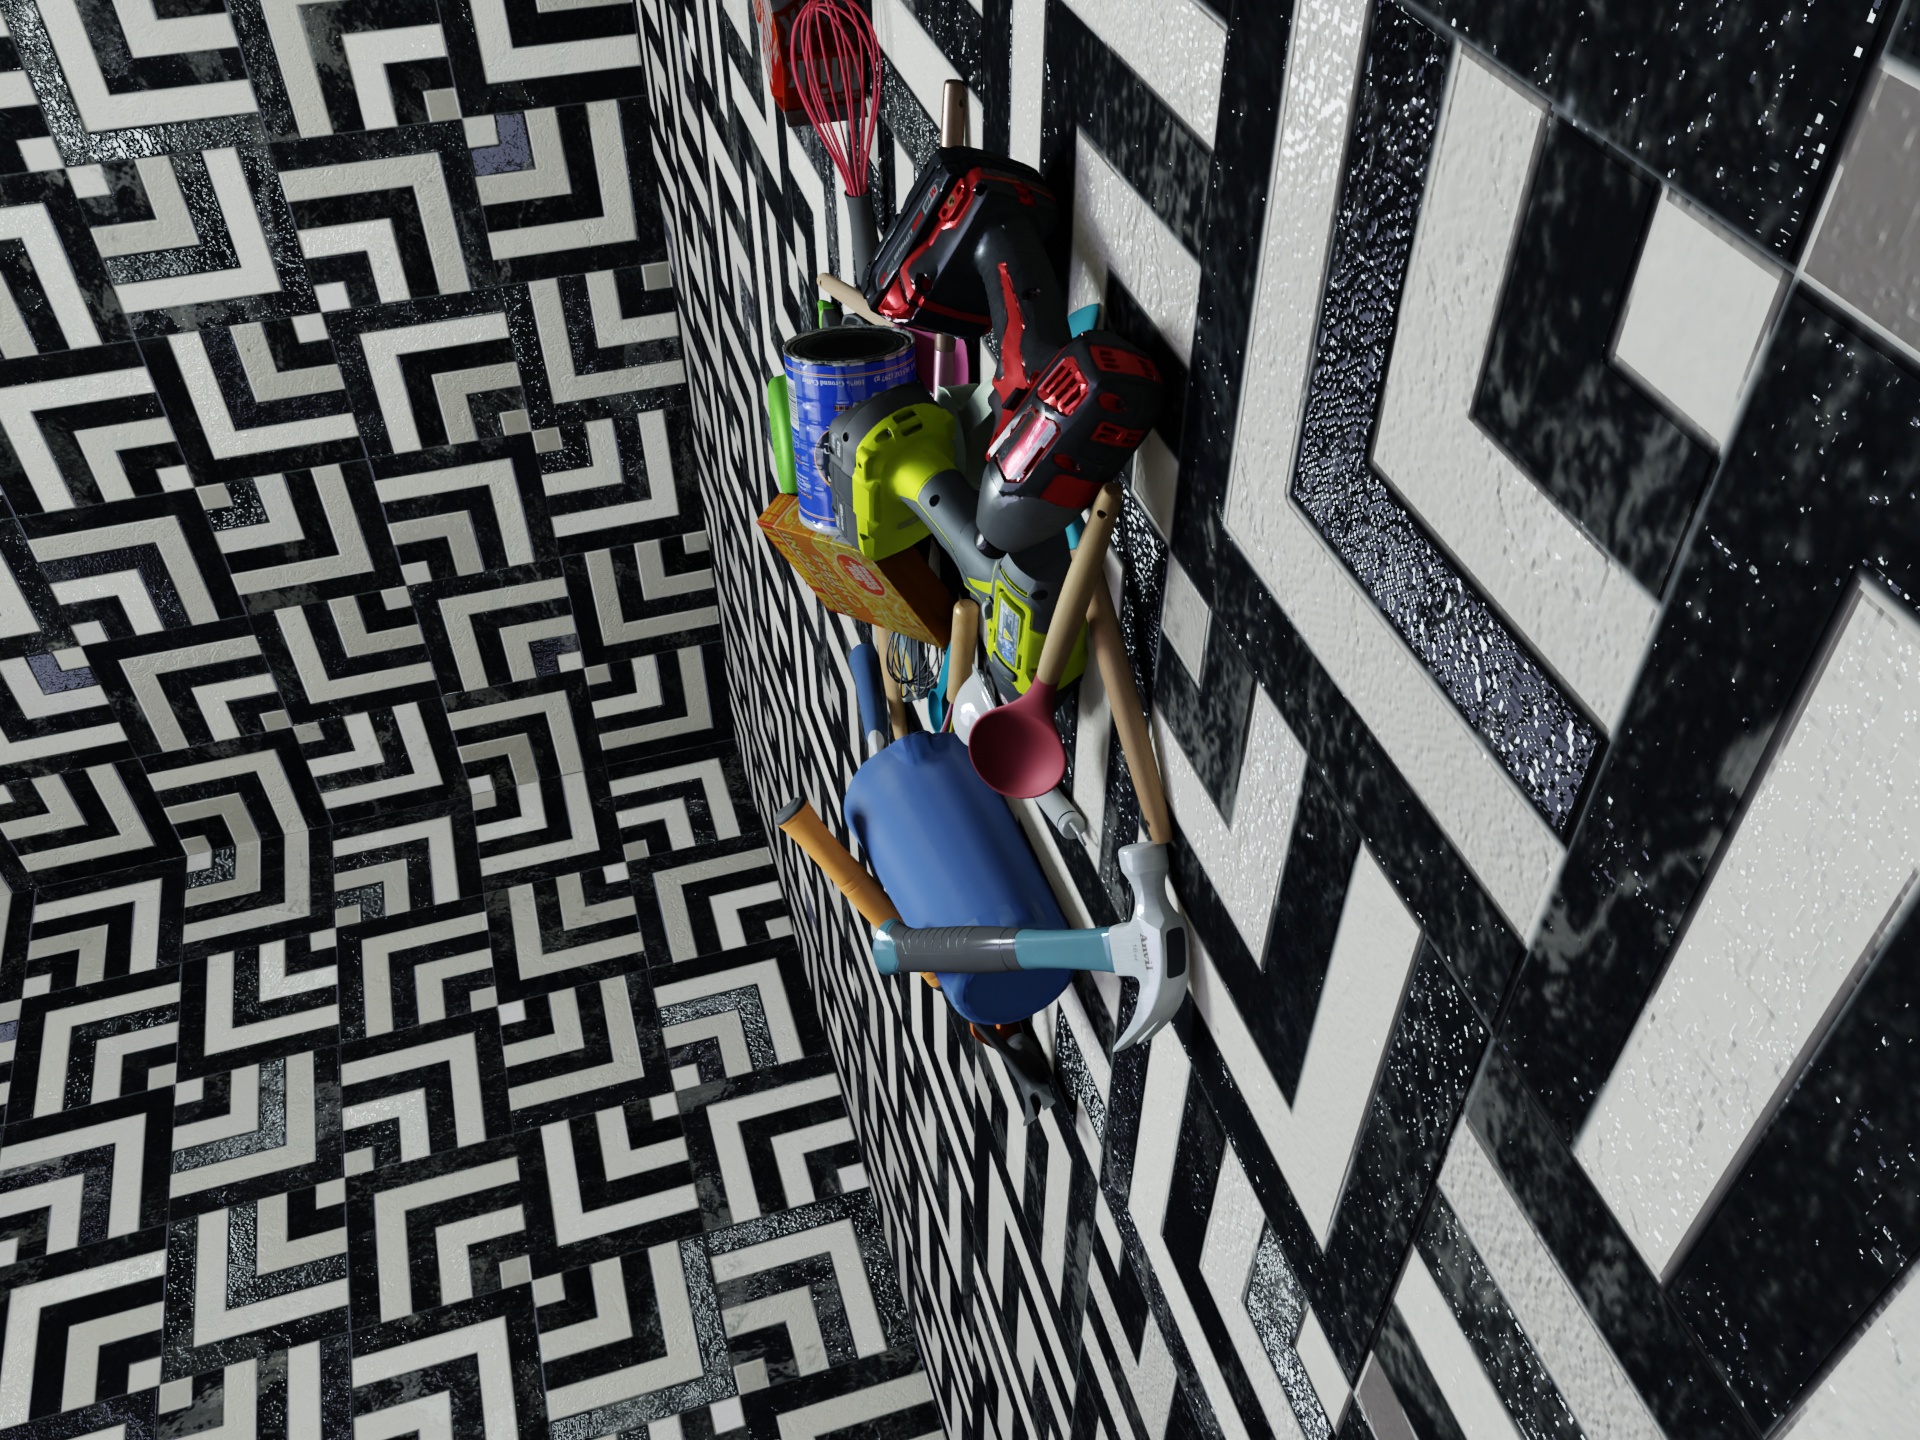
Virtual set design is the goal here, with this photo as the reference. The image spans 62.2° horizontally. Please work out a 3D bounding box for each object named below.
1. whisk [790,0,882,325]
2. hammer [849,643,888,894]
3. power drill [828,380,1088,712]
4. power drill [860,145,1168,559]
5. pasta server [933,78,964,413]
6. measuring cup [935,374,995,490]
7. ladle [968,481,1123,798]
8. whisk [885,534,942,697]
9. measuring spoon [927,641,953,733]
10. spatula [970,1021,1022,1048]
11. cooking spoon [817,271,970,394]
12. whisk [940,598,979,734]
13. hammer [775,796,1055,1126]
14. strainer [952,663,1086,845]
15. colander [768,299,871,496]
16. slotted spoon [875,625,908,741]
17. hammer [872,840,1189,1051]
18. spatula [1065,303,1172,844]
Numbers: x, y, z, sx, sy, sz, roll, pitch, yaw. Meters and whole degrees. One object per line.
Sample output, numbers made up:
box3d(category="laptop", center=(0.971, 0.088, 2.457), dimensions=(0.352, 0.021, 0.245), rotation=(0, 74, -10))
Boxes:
box3d(category="whisk", center=(-0.087, -0.450, 1.296), dimensions=(0.295, 0.073, 0.073), rotation=(81, 169, -45))
box3d(category="hammer", center=(-0.086, 0.032, 1.632), dimensions=(0.406, 0.035, 0.144), rotation=(-104, 4, -61))
box3d(category="power drill", center=(0.003, -0.109, 1.077), dimensions=(0.223, 0.080, 0.171), rotation=(50, 156, 28))
box3d(category="power drill", center=(0.025, -0.203, 0.891), dimensions=(0.143, 0.078, 0.220), rotation=(-51, 48, 39))
box3d(category="pasta server", center=(-0.017, -0.293, 1.137), dimensions=(0.040, 0.060, 0.316), rotation=(19, 129, 21))
box3d(category="measuring cup", center=(0.020, -0.208, 1.092), dimensions=(0.167, 0.038, 0.083), rotation=(154, 103, -75))
box3d(category="ladle", center=(0.056, -0.041, 0.957), dimensions=(0.031, 0.069, 0.315), rotation=(-61, -7, -31))
box3d(category="whisk", center=(-0.042, -0.121, 1.431), dimensions=(0.055, 0.055, 0.238), rotation=(-118, 24, -50))
box3d(category="measuring spoon", center=(-0.006, -0.036, 1.435), dimensions=(0.128, 0.021, 0.042), rotation=(109, 149, -50))
box3d(category="spatula", center=(-0.023, 0.200, 1.552), dimensions=(0.081, 0.041, 0.323), rotation=(31, -167, -43))
box3d(category="cooking spoon", center=(-0.057, -0.325, 1.292), dimensions=(0.319, 0.017, 0.068), rotation=(-133, 34, -53))
box3d(category="whisk", center=(-0.001, -0.006, 1.382), dimensions=(0.051, 0.047, 0.244), rotation=(51, 148, 40))
box3d(category="hammer", center=(-0.038, 0.198, 1.344), dimensions=(0.336, 0.034, 0.127), rotation=(50, -176, -12))
box3d(category="strainer", center=(0.041, 0.028, 1.222), dimensions=(0.259, 0.050, 0.086), rotation=(52, 168, 56))
box3d(category="colander", center=(-0.135, -0.301, 1.478), dimensions=(0.398, 0.094, 0.204), rotation=(-109, 14, -52))
box3d(category="slotted spoon", center=(-0.082, -0.107, 1.668), dimensions=(0.070, 0.031, 0.313), rotation=(-123, 22, -62))
box3d(category="hammer", center=(0.036, 0.156, 1.094), dimensions=(0.331, 0.033, 0.128), rotation=(-12, 88, 54))
box3d(category="spatula", center=(0.090, -0.081, 0.941), dimensions=(0.082, 0.044, 0.317), rotation=(-168, 62, -75))
